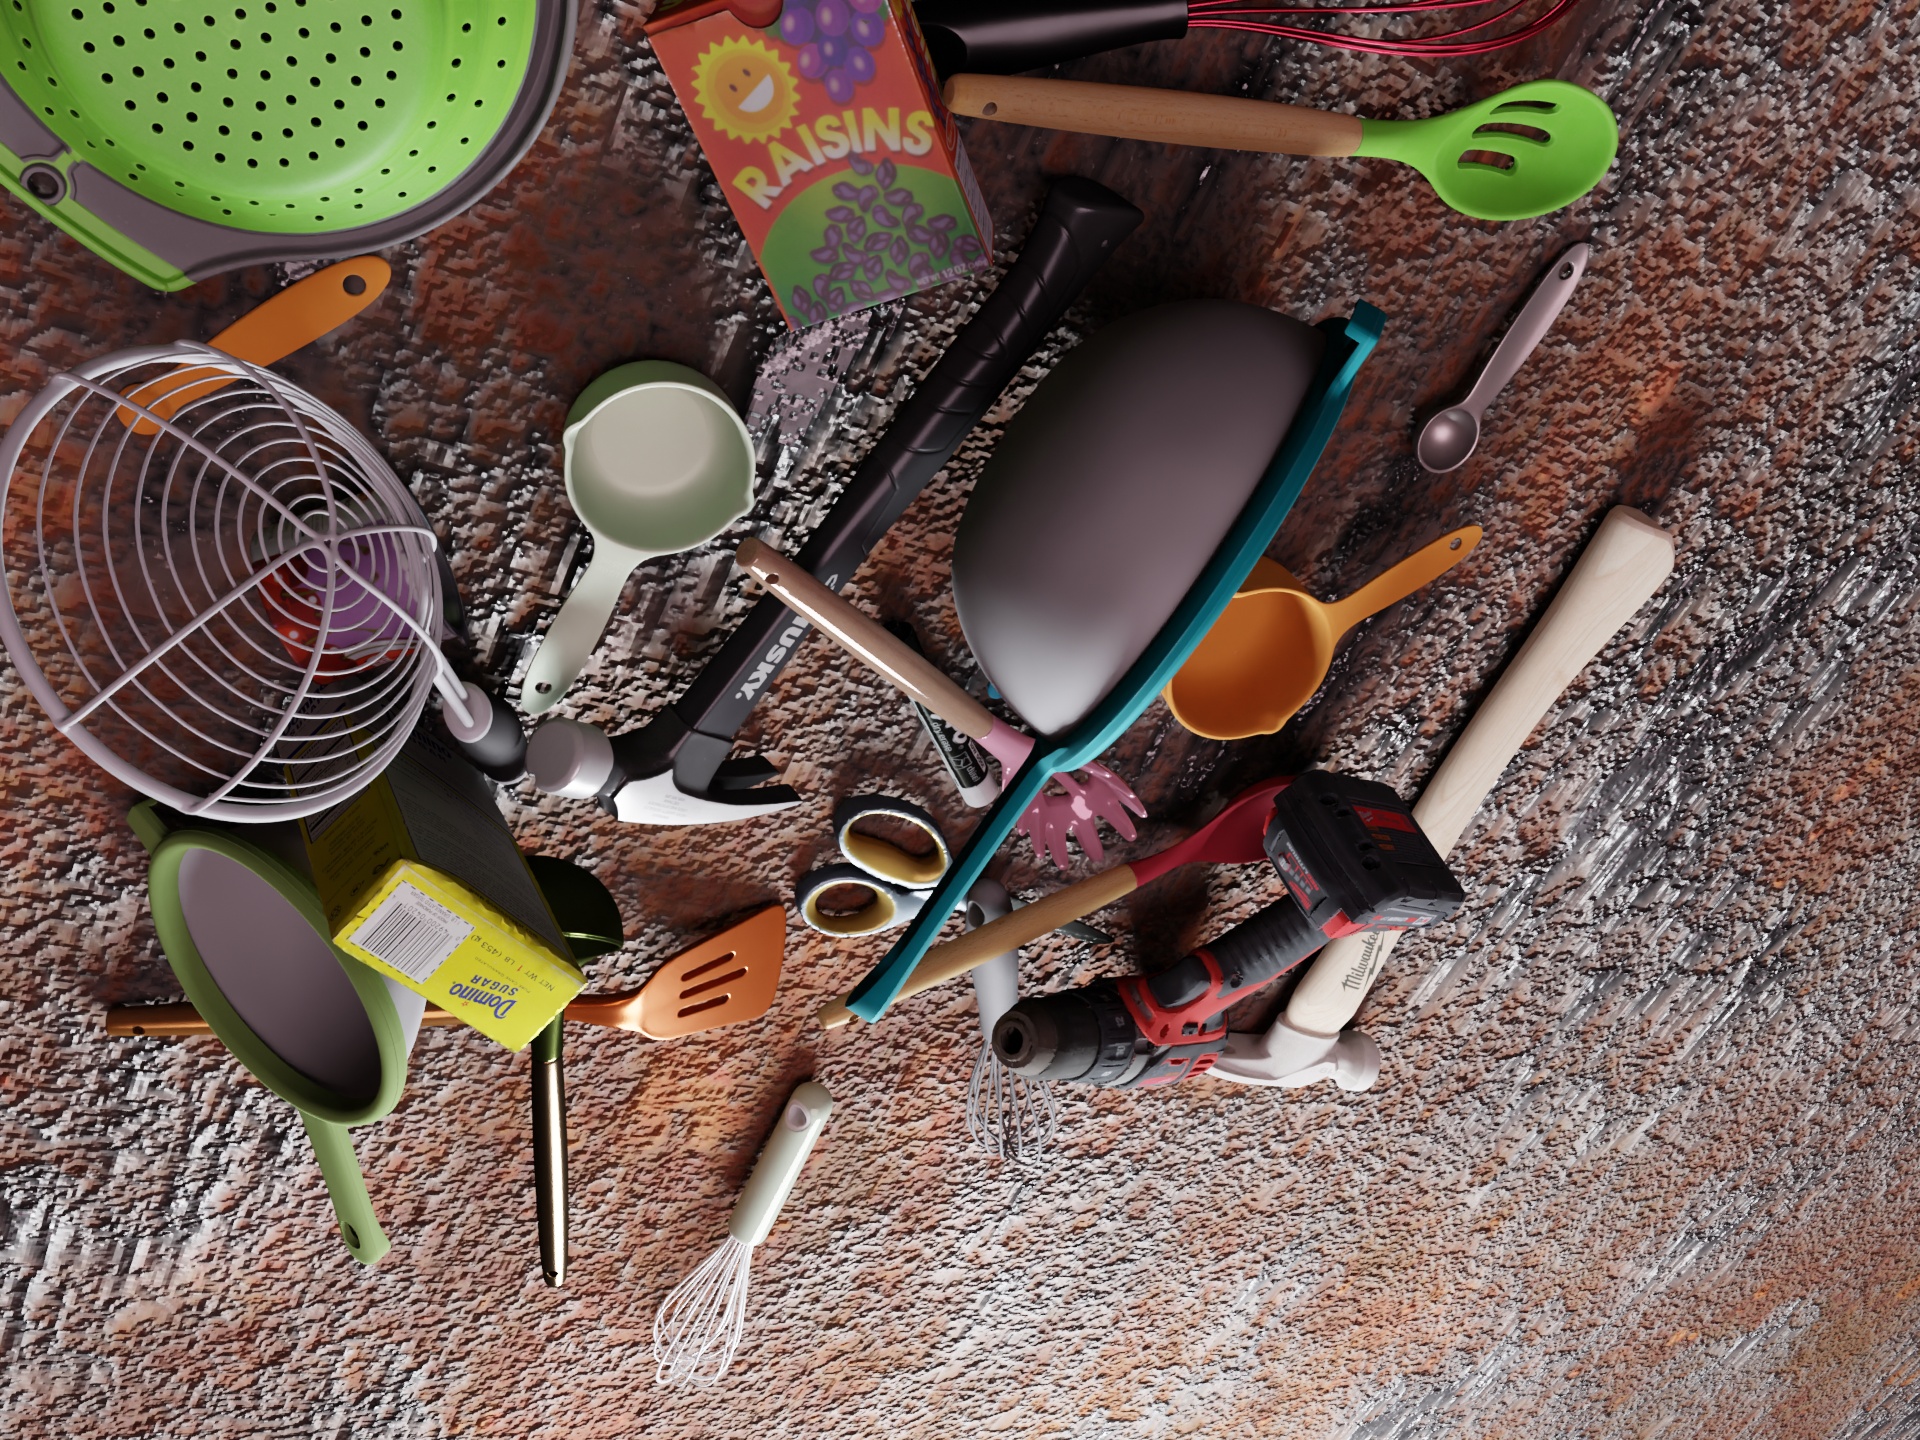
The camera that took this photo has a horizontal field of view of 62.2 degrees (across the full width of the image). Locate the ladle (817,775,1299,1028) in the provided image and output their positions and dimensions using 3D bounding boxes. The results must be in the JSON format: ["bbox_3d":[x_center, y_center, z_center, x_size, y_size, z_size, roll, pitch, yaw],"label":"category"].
[{"bbox_3d":[0.067,0.093,0.832,0.315,0.031,0.069,-21,142,-23],"label":"ladle"}]

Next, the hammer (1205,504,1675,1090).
[{"bbox_3d":[0.269,0.058,0.919,0.146,0.038,0.410,12,119,-26],"label":"hammer"}]

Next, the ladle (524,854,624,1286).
[{"bbox_3d":[-0.205,0.190,0.783,0.078,0.062,0.320,5,126,-6],"label":"ladle"}]

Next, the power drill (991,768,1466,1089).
[{"bbox_3d":[0.136,0.125,0.849,0.226,0.080,0.187,-43,150,25],"label":"power drill"}]

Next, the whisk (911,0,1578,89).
[{"bbox_3d":[0.101,-0.274,0.601,0.296,0.073,0.073,-11,128,-4],"label":"whisk"}]

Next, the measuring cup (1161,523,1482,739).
[{"bbox_3d":[0.170,-0.061,0.785,0.173,0.052,0.095,-30,130,0],"label":"measuring cup"}]

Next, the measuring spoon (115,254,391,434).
[{"bbox_3d":[-0.262,-0.139,0.590,0.117,0.011,0.021,-30,130,2],"label":"measuring spoon"}]

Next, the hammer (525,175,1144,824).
[{"bbox_3d":[-0.038,-0.087,0.679,0.334,0.035,0.146,-51,150,11],"label":"hammer"}]

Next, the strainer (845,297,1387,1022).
[{"bbox_3d":[0.024,-0.038,0.641,0.095,0.211,0.340,34,95,-6],"label":"strainer"}]

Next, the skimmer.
[{"bbox_3d":[-0.207,-0.013,0.543,0.090,0.127,0.363,-6,170,-10],"label":"skimmer"}]

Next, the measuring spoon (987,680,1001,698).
[{"bbox_3d":[0.062,-0.052,0.768,0.128,0.021,0.042,-45,127,12],"label":"measuring spoon"}]

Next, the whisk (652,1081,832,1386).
[{"bbox_3d":[-0.130,0.311,0.954,0.059,0.058,0.246,-14,135,-57],"label":"whisk"}]

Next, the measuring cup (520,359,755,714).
[{"bbox_3d":[-0.147,-0.075,0.665,0.083,0.038,0.167,19,118,-31],"label":"measuring cup"}]

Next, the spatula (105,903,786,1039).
[{"bbox_3d":[-0.245,0.137,0.794,0.322,0.041,0.081,0,125,-16],"label":"spatula"}]

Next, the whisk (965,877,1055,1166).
[{"bbox_3d":[0.024,0.175,0.897,0.055,0.055,0.238,-15,131,-10],"label":"whisk"}]

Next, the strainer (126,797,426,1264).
[{"bbox_3d":[-0.279,0.143,0.729,0.069,0.151,0.256,-42,141,-46],"label":"strainer"}]

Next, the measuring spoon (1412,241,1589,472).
[{"bbox_3d":[0.256,-0.175,0.760,0.034,0.018,0.124,25,107,-33],"label":"measuring spoon"}]

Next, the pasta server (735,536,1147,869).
[{"bbox_3d":[-0.001,-0.002,0.728,0.060,0.040,0.316,-35,145,14],"label":"pasta server"}]

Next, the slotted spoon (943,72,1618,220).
[{"bbox_3d":[0.136,-0.236,0.631,0.313,0.031,0.070,-6,149,-26],"label":"slotted spoon"}]

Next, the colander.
[{"bbox_3d":[-0.157,-0.279,0.472,0.397,0.095,0.204,-40,128,11],"label":"colander"}]
